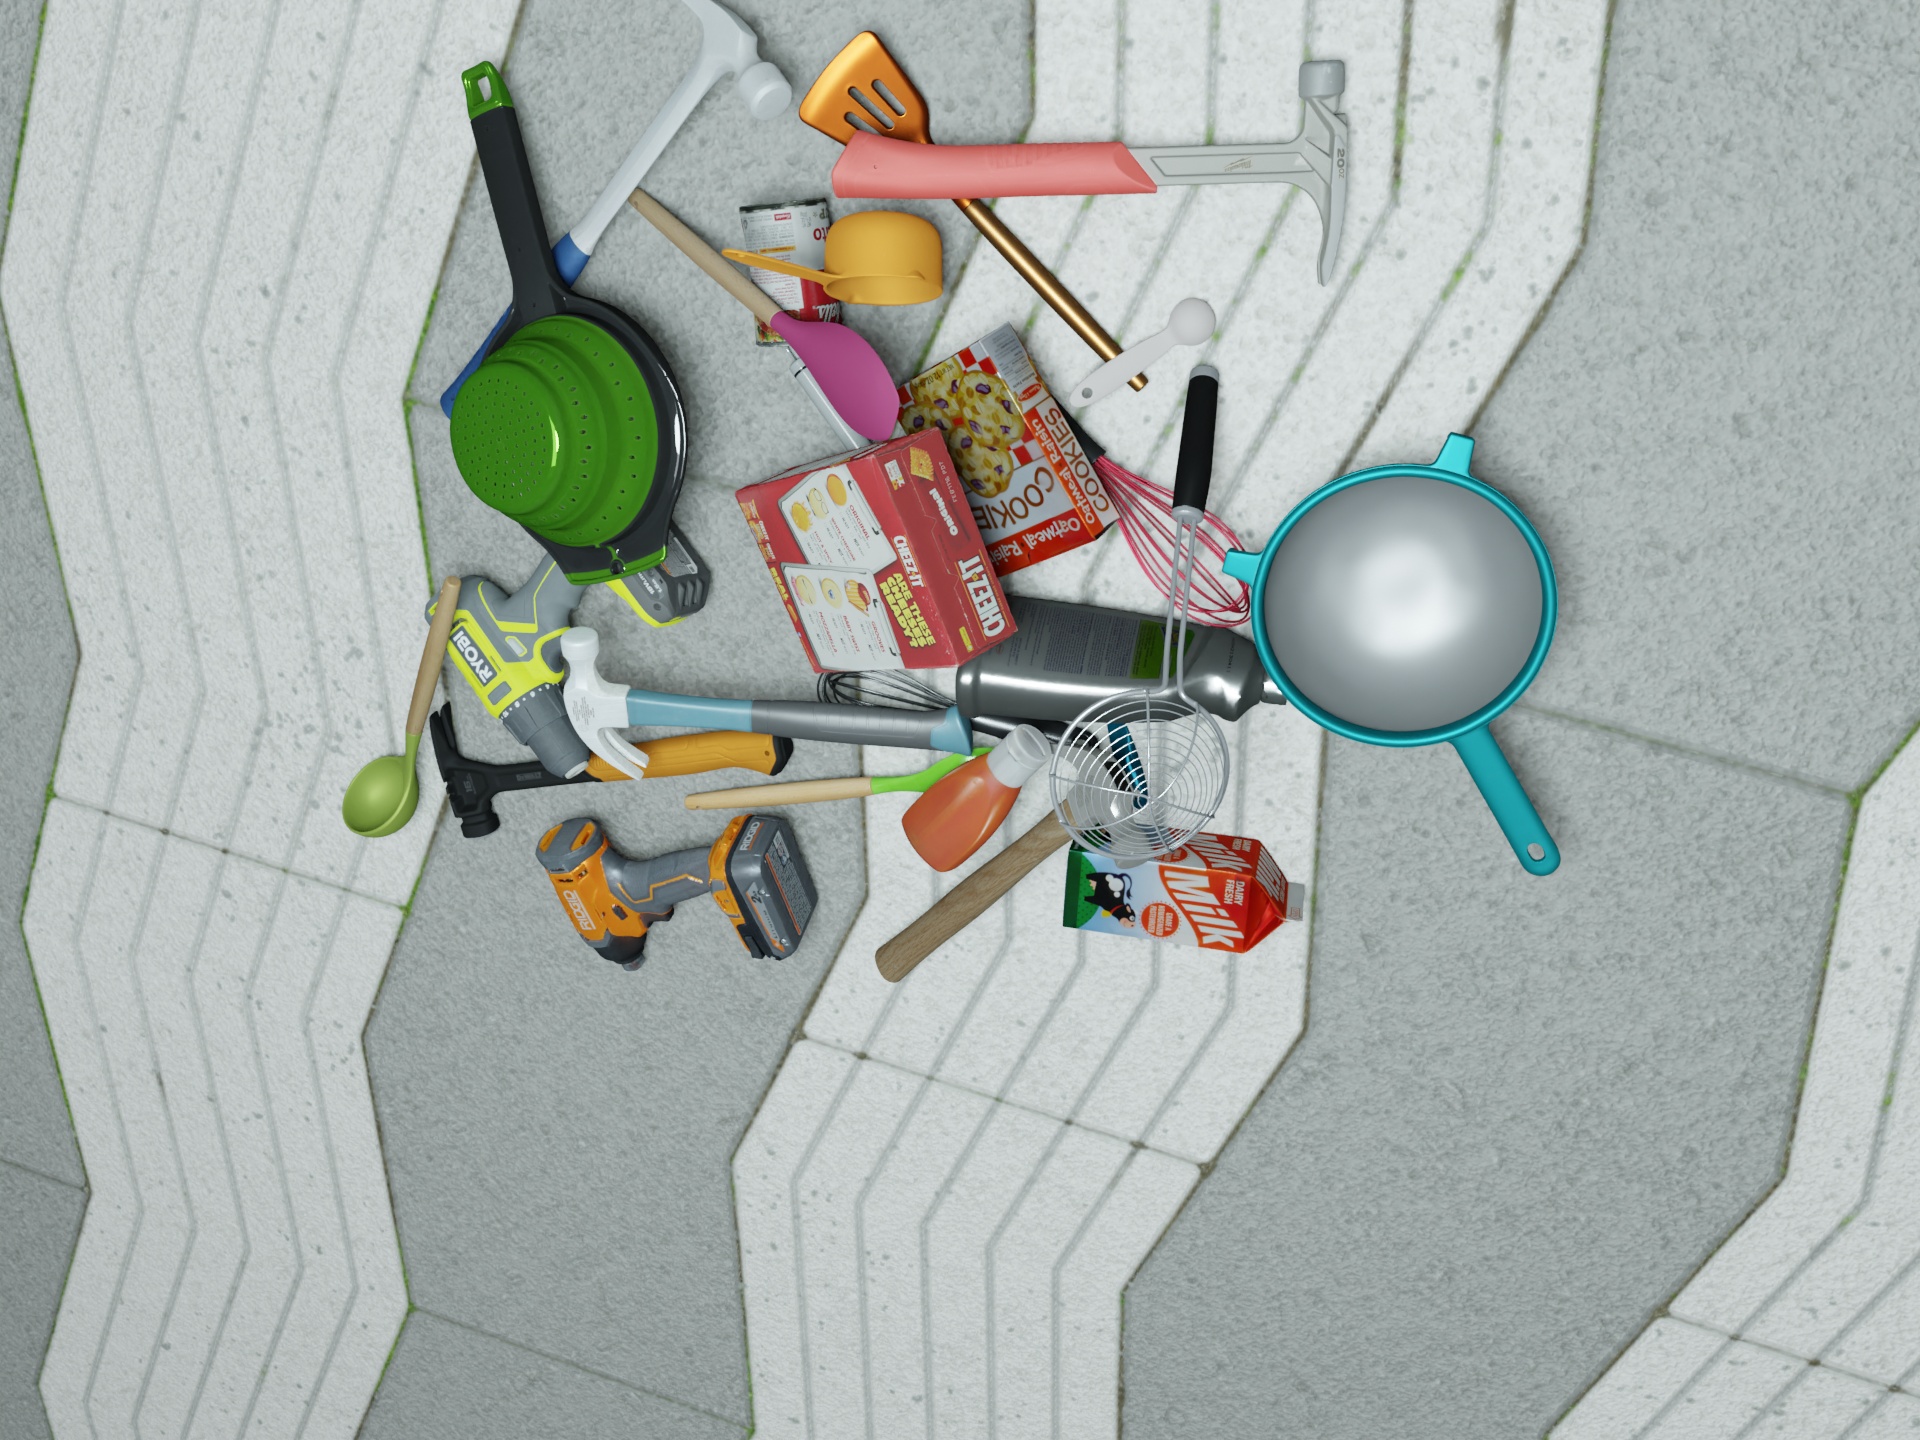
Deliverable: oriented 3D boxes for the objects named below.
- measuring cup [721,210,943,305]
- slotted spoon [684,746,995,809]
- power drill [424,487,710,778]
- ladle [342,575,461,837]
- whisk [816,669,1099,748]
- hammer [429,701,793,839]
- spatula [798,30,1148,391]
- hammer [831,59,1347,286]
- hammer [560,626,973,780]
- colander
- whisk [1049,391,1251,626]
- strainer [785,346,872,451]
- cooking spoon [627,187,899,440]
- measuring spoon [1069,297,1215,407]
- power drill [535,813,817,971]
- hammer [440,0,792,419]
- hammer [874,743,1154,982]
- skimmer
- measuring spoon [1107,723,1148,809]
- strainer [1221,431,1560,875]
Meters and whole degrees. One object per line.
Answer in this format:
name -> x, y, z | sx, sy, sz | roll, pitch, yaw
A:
measuring cup -> -0.091, -0.340, 1.140 | 0.095, 0.173, 0.052 | 2, 90, 56
slotted spoon -> -0.097, 0.060, 1.366 | 0.314, 0.031, 0.070 | -6, 141, 20
power drill -> -0.323, -0.078, 1.333 | 0.228, 0.080, 0.190 | -37, 87, 23
ladle -> -0.483, -0.010, 1.381 | 0.062, 0.078, 0.320 | 1, 139, -31
whisk -> -0.002, -0.004, 1.312 | 0.239, 0.055, 0.055 | 13, 113, 4
hammer -> -0.310, 0.031, 1.409 | 0.337, 0.034, 0.127 | -6, 110, 16
spatula -> 0.022, -0.360, 1.170 | 0.322, 0.041, 0.081 | 45, 112, -6
hammer -> 0.089, -0.380, 1.124 | 0.359, 0.037, 0.149 | 0, 110, 6
hammer -> -0.154, -0.003, 1.284 | 0.331, 0.033, 0.128 | 5, 123, 3
colander -> -0.333, -0.294, 1.189 | 0.204, 0.094, 0.397 | -10, 97, 30
whisk -> 0.116, -0.182, 1.206 | 0.296, 0.073, 0.073 | 45, 114, 1
strainer -> -0.061, -0.194, 1.250 | 0.050, 0.087, 0.258 | -36, 91, -9
cooking spoon -> -0.150, -0.308, 1.170 | 0.319, 0.017, 0.068 | 44, 137, 25
measuring spoon -> 0.134, -0.268, 1.174 | 0.124, 0.018, 0.034 | -33, 104, 8
power drill -> -0.249, 0.160, 1.415 | 0.226, 0.084, 0.164 | -4, 126, 20
hammer -> -0.289, -0.381, 1.227 | 0.405, 0.035, 0.144 | -42, 72, 29
hammer -> 0.027, 0.130, 1.320 | 0.331, 0.031, 0.130 | -43, 57, 39
skimmer -> 0.145, -0.082, 1.145 | 0.127, 0.363, 0.090 | 14, 159, -12
measuring spoon -> 0.129, 0.017, 1.298 | 0.042, 0.021, 0.128 | -14, 106, 19
strainer -> 0.357, -0.041, 1.180 | 0.211, 0.095, 0.340 | -27, 103, 24
